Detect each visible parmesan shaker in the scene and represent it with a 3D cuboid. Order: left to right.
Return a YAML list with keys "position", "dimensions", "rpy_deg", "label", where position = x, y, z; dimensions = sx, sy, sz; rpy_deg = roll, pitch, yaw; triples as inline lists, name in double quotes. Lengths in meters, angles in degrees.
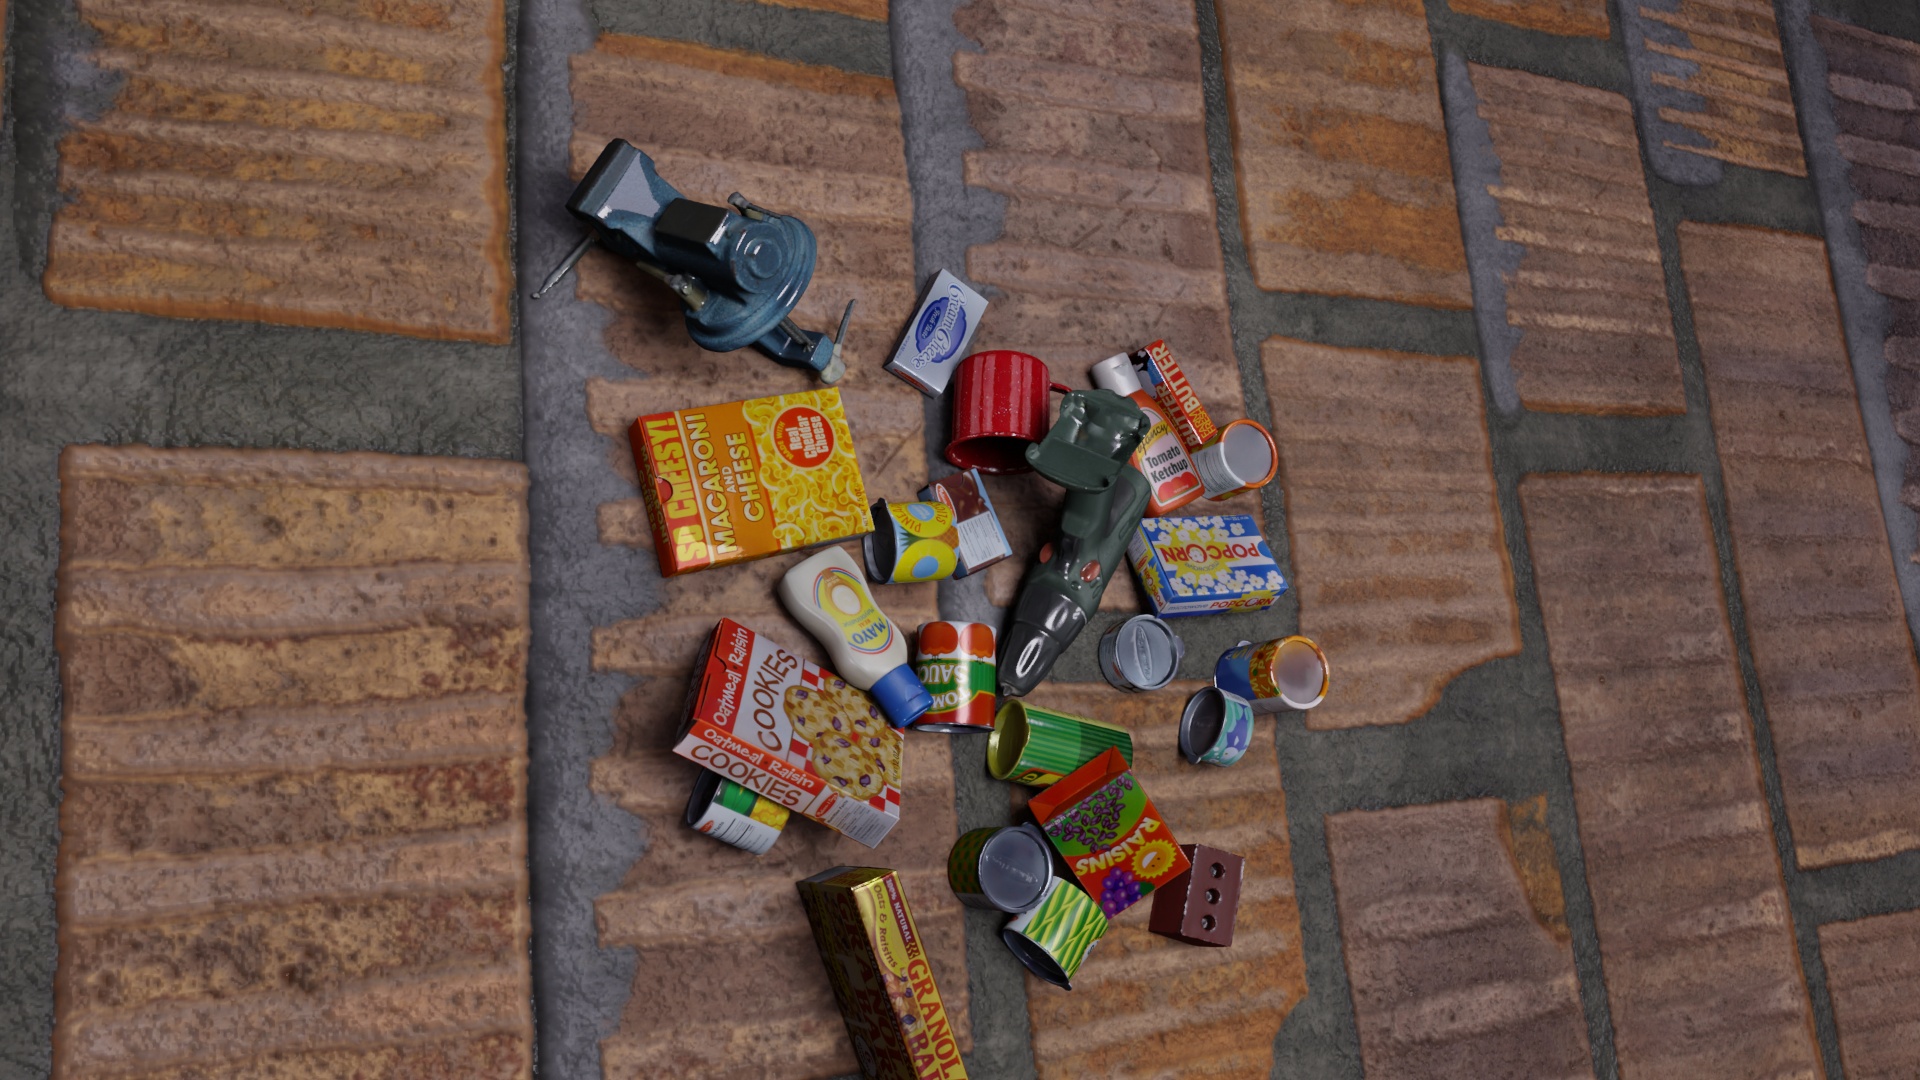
- position: [0.083, 0.174, 1.142]
  dimensions: [0.103, 0.071, 0.071]
  rpy_deg: [16, 72, -22]
  label: "parmesan shaker"

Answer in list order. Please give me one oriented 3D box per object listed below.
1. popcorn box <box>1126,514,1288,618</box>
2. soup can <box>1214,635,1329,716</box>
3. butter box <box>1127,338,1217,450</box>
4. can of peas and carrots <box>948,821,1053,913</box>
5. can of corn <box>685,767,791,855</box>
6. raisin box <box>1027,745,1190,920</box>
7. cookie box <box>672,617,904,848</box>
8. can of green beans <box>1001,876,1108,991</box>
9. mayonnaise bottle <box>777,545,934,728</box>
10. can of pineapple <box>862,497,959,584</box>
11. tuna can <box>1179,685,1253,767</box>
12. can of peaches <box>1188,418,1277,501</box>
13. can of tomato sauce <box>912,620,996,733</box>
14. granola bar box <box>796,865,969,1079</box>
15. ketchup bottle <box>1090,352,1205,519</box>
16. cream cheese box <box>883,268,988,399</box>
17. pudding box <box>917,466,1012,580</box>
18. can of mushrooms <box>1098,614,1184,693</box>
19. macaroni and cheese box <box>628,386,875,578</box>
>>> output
- position: [0.218, 0.022, 1.244]
  dimensions: [0.127, 0.038, 0.085]
  rpy_deg: [-3, 53, -26]
  label: "popcorn box"
- position: [0.278, 0.119, 1.243]
  dimensions: [0.071, 0.083, 0.071]
  rpy_deg: [6, 75, -25]
  label: "soup can"
- position: [0.189, -0.130, 1.274]
  dimensions: [0.024, 0.053, 0.103]
  rpy_deg: [-34, 94, -26]
  label: "butter box"
- position: [0.032, 0.259, 1.104]
  dimensions: [0.071, 0.058, 0.071]
  rpy_deg: [6, 75, -25]
  label: "can of peas and carrots"
- position: [-0.160, 0.188, 1.023]
  dimensions: [0.058, 0.071, 0.071]
  rpy_deg: [28, 68, -19]
  label: "can of corn"
- position: [0.121, 0.238, 1.125]
  dimensions: [0.086, 0.040, 0.123]
  rpy_deg: [-34, 118, -1]
  label: "raisin box"
- position: [-0.121, 0.140, 1.029]
  dimensions: [0.167, 0.040, 0.123]
  rpy_deg: [30, 27, -17]
  label: "cookie box"
- position: [0.076, 0.311, 1.110]
  dimensions: [0.071, 0.071, 0.058]
  rpy_deg: [49, 63, -9]
  label: "can of green beans"
- position: [-0.077, 0.077, 1.081]
  dimensions: [0.065, 0.041, 0.148]
  rpy_deg: [-29, 75, -35]
  label: "mayonnaise bottle"
- position: [-0.040, 0.000, 1.123]
  dimensions: [0.058, 0.071, 0.071]
  rpy_deg: [-3, 80, -28]
  label: "can of pineapple"
- position: [0.223, 0.166, 1.216]
  dimensions: [0.033, 0.071, 0.071]
  rpy_deg: [21, 70, -21]
  label: "tuna can"
- position: [0.253, -0.076, 1.290]
  dimensions: [0.071, 0.058, 0.071]
  rpy_deg: [6, 76, -24]
  label: "can of peaches"
- position: [-0.005, 0.110, 1.114]
  dimensions: [0.071, 0.071, 0.083]
  rpy_deg: [8, 74, -24]
  label: "can of tomato sauce"
- position: [-0.057, 0.321, 1.009]
  dimensions: [0.039, 0.124, 0.165]
  rpy_deg: [-18, 87, -27]
  label: "granola bar box"
- position: [0.164, -0.096, 1.260]
  dimensions: [0.065, 0.043, 0.149]
  rpy_deg: [-25, 89, -23]
  label: "ketchup bottle"
- position: [-0.020, -0.178, 1.199]
  dimensions: [0.053, 0.024, 0.104]
  rpy_deg: [33, 66, -18]
  label: "cream cheese box"
- position: [0.004, -0.015, 1.170]
  dimensions: [0.050, 0.030, 0.083]
  rpy_deg: [-23, 89, -27]
  label: "pudding box"
- position: [0.158, 0.100, 1.217]
  dimensions: [0.071, 0.033, 0.071]
  rpy_deg: [6, 75, -25]
  label: "can of mushrooms"
- position: [-0.162, -0.048, 1.090]
  dimensions: [0.167, 0.040, 0.124]
  rpy_deg: [-12, 83, -28]
  label: "macaroni and cheese box"
